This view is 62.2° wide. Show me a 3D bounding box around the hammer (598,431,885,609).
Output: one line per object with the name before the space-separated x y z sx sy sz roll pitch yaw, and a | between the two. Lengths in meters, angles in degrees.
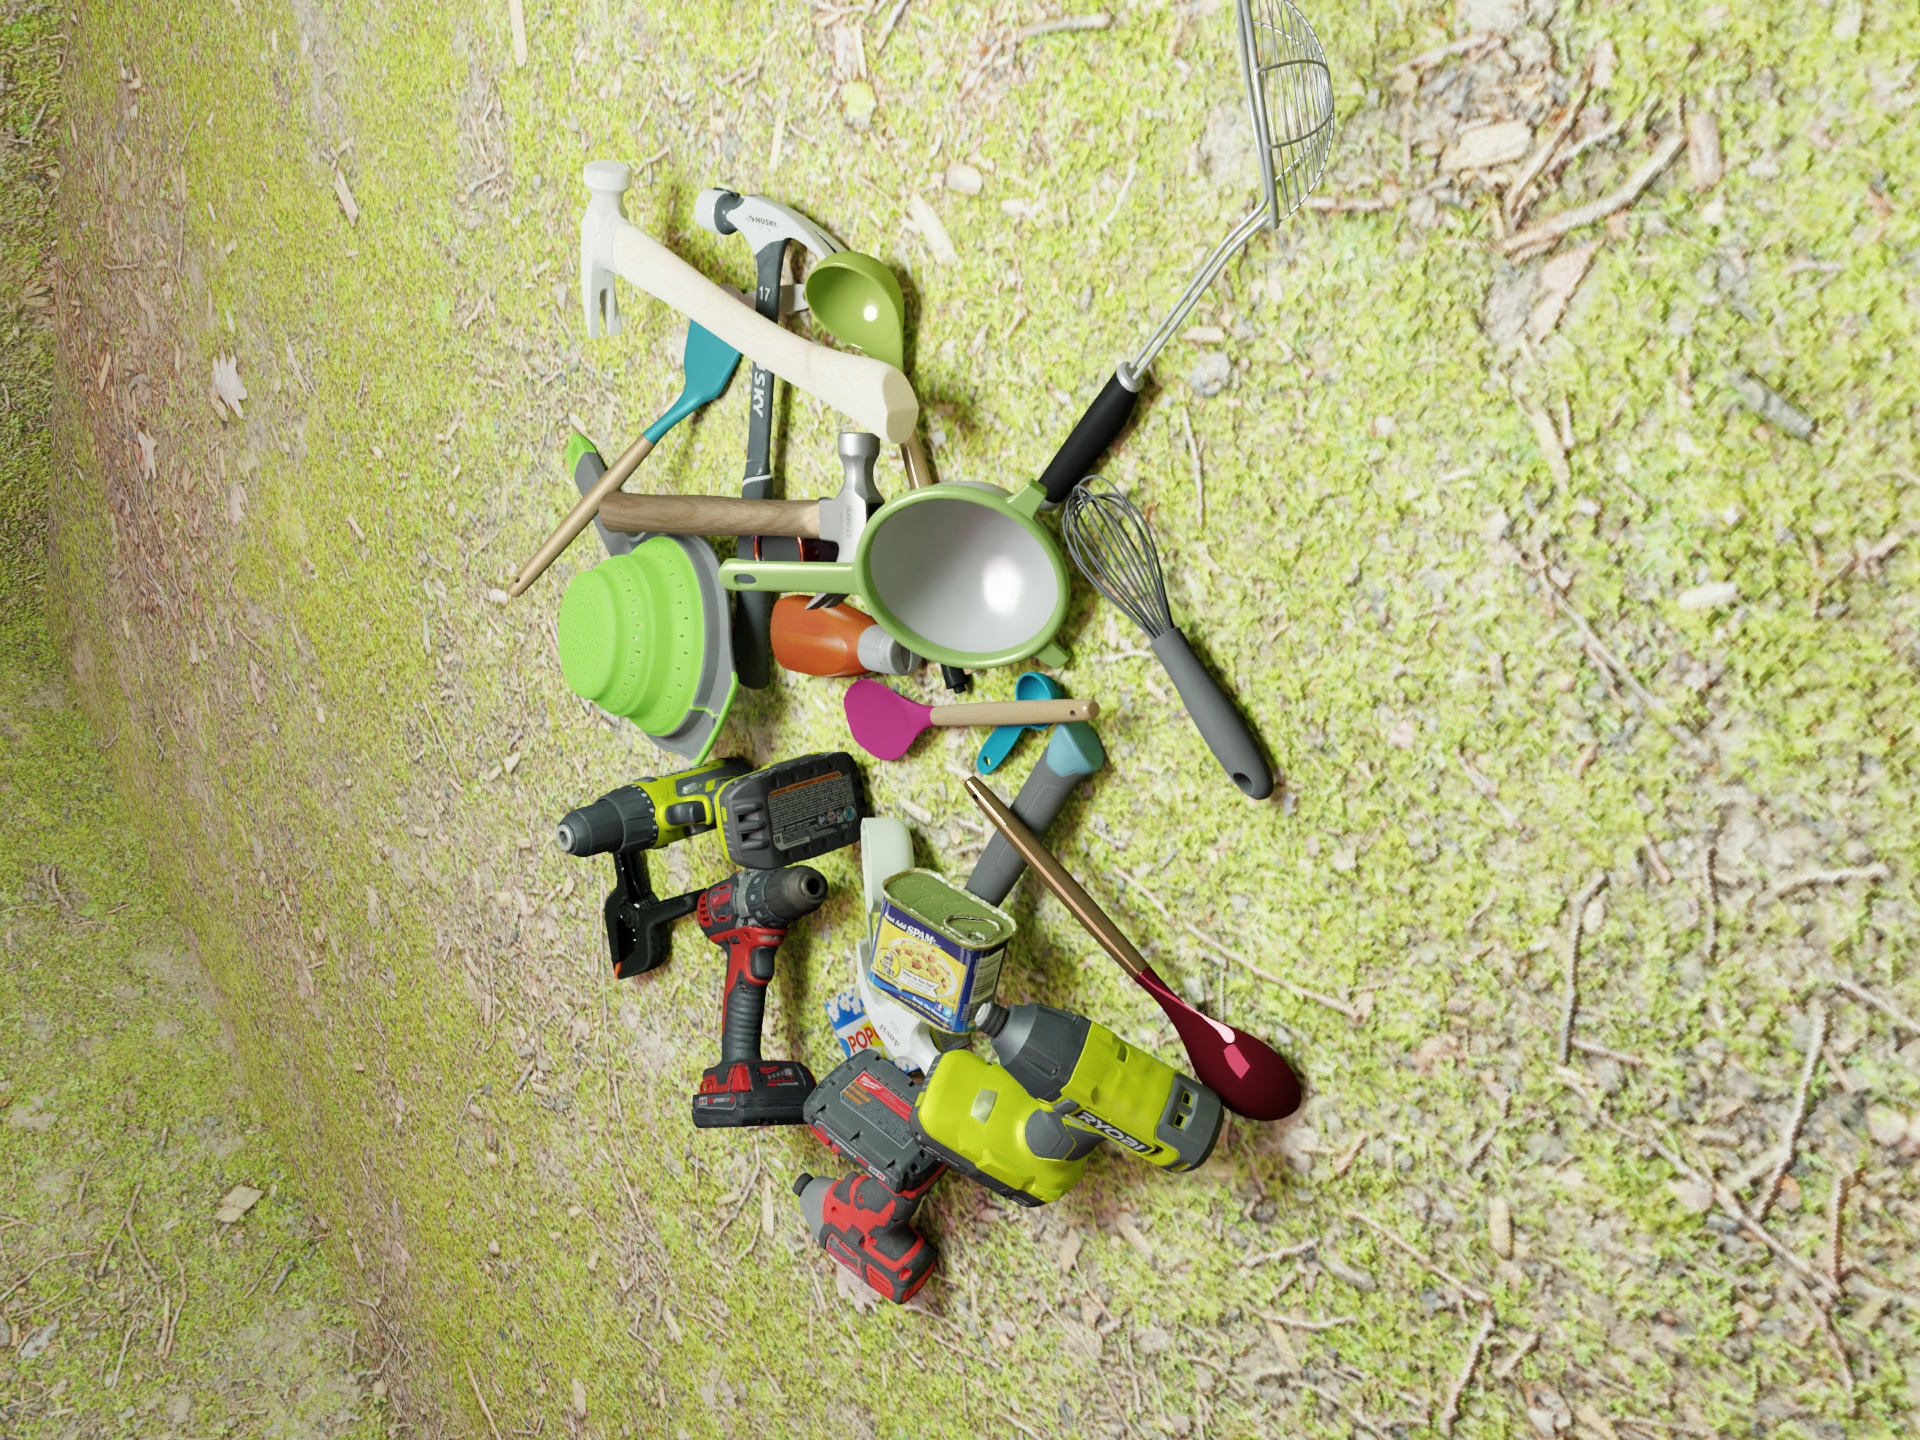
hammer | -0.181 -0.159 1.254 0.331 0.031 0.130 8 102 43

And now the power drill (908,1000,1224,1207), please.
power drill | 0.056 0.262 1.098 0.171 0.080 0.223 31 148 -7

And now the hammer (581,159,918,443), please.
hammer | -0.174 -0.296 1.213 0.411 0.038 0.146 38 133 36

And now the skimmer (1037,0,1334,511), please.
skimmer | 0.107 -0.258 0.948 0.363 0.090 0.127 128 150 -46

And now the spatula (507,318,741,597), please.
spatula | -0.293 -0.229 1.373 0.317 0.044 0.082 -47 61 8

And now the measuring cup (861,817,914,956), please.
measuring cup | -0.059 0.146 1.300 0.167 0.038 0.083 92 170 -45

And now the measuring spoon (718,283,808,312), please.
measuring spoon | -0.154 -0.339 1.283 0.124 0.018 0.034 8 111 40

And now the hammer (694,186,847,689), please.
hammer | -0.161 -0.214 1.301 0.149 0.036 0.408 24 122 32

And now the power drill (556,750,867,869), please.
power drill | -0.209 0.077 1.337 0.228 0.190 0.080 -3 100 45

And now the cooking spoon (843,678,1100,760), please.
cooking spoon | -0.002 -0.004 1.183 0.319 0.017 0.068 -2 106 56

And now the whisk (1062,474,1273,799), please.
whisk | 0.134 -0.054 1.016 0.055 0.055 0.239 -42 74 46

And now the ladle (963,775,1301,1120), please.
ladle | 0.107 0.151 1.082 0.316 0.031 0.069 47 135 19

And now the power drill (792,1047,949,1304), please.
power drill | -0.078 0.385 1.333 0.143 0.078 0.219 32 136 24

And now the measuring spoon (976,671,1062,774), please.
measuring spoon | 0.044 0.005 1.160 0.042 0.021 0.128 61 147 17

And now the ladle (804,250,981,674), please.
ladle | -0.042 -0.186 1.167 0.078 0.062 0.320 -12 95 49

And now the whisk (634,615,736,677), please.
whisk | -0.281 -0.060 1.495 0.245 0.051 0.047 -17 109 46

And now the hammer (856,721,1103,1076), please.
hammer | 0.017 0.132 1.180 0.128 0.033 0.331 44 123 22

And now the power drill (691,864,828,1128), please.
power drill | -0.169 0.237 1.386 0.188 0.080 0.227 -23 66 54

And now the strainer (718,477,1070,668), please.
strainer | -0.043 -0.115 1.118 0.256 0.069 0.151 2 131 17

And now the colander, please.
colander | -0.322 -0.131 1.424 0.398 0.094 0.204 58 133 34
